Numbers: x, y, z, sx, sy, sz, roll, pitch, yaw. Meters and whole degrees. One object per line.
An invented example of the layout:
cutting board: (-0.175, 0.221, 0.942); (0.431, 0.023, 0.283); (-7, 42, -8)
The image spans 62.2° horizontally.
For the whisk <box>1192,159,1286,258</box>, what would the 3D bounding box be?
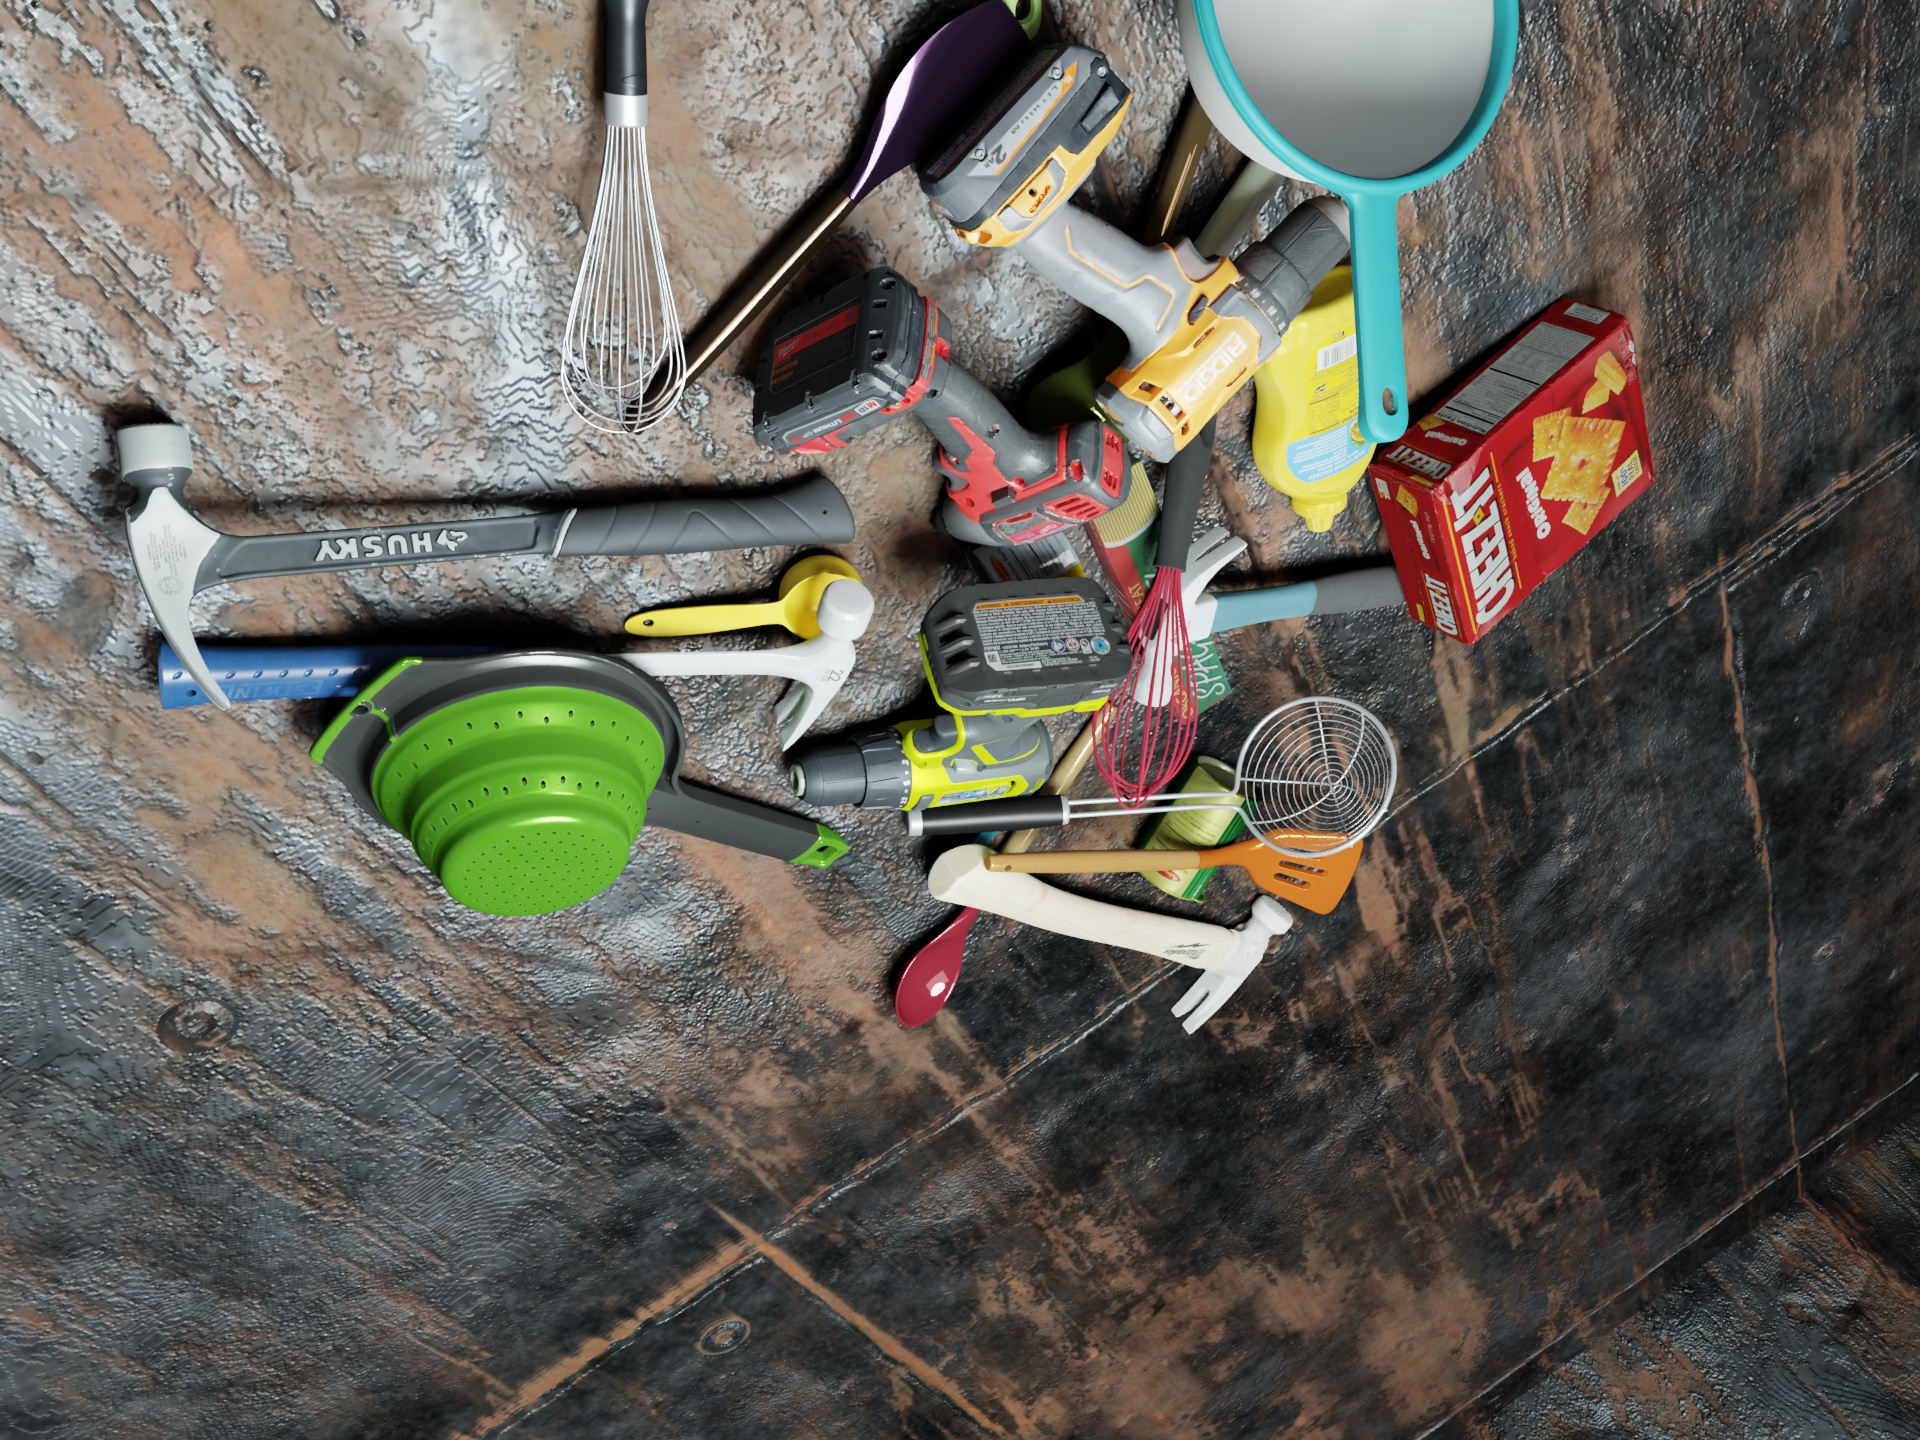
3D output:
whisk: (0.206, -0.362, 0.992); (0.246, 0.059, 0.057); (-54, 158, 21)

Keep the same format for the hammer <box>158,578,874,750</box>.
hammer: (-0.261, -0.028, 0.969); (0.405, 0.035, 0.144); (-2, 145, -23)

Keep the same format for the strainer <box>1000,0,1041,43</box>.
strainer: (0.016, -0.471, 0.801); (0.151, 0.069, 0.256); (-23, 149, -10)

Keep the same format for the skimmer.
skimmer: (0.142, 0.052, 1.199); (0.363, 0.127, 0.090); (-4, 157, -9)

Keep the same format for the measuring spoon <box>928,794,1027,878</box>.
measuring spoon: (0.016, 0.082, 1.241); (0.128, 0.021, 0.042); (-52, 148, 1)

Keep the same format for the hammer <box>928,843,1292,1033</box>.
hammer: (0.119, 0.177, 1.332); (0.410, 0.038, 0.146); (21, 113, -43)

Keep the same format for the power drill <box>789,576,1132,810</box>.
power drill: (-0.002, -0.003, 1.073); (0.190, 0.080, 0.228); (-6, 156, -25)

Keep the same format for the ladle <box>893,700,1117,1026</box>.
ladle: (0.034, 0.115, 1.265); (0.069, 0.031, 0.315); (14, 114, -50)

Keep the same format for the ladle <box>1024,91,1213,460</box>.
ladle: (0.120, -0.311, 0.992); (0.078, 0.062, 0.320); (10, 111, -25)

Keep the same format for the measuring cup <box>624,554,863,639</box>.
measuring cup: (-0.139, -0.077, 1.031); (0.156, 0.029, 0.062); (-7, 135, -10)

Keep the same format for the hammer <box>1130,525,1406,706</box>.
hammer: (0.274, -0.094, 1.215); (0.331, 0.033, 0.128); (-10, 125, -31)

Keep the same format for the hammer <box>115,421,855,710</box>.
hammer: (-0.245, -0.101, 0.908); (0.408, 0.036, 0.149); (-9, 92, -30)

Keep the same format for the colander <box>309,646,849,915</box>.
colander: (-0.210, 0.075, 1.024); (0.204, 0.095, 0.396); (-38, 143, 26)

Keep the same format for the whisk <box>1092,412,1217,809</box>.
whisk: (0.140, -0.085, 1.090); (0.073, 0.073, 0.296); (10, 90, -34)

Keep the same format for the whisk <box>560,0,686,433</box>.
whisk: (-0.174, -0.286, 0.830); (0.070, 0.070, 0.284); (-7, 122, -25)

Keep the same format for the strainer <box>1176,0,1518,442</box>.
strainer: (0.201, -0.323, 0.881); (0.211, 0.095, 0.340); (-9, 97, -24)

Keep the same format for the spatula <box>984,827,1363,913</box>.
spatula: (0.167, 0.114, 1.241); (0.322, 0.041, 0.081); (1, 122, -26)

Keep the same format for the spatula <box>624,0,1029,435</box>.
spatula: (-0.083, -0.279, 0.900); (0.316, 0.018, 0.059); (-44, 147, 11)

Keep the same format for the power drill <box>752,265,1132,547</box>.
power drill: (-0.013, -0.171, 0.964); (0.143, 0.079, 0.219); (-14, 151, 41)

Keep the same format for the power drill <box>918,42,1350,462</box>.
power drill: (0.111, -0.289, 0.929); (0.185, 0.084, 0.226); (-45, 115, 7)
